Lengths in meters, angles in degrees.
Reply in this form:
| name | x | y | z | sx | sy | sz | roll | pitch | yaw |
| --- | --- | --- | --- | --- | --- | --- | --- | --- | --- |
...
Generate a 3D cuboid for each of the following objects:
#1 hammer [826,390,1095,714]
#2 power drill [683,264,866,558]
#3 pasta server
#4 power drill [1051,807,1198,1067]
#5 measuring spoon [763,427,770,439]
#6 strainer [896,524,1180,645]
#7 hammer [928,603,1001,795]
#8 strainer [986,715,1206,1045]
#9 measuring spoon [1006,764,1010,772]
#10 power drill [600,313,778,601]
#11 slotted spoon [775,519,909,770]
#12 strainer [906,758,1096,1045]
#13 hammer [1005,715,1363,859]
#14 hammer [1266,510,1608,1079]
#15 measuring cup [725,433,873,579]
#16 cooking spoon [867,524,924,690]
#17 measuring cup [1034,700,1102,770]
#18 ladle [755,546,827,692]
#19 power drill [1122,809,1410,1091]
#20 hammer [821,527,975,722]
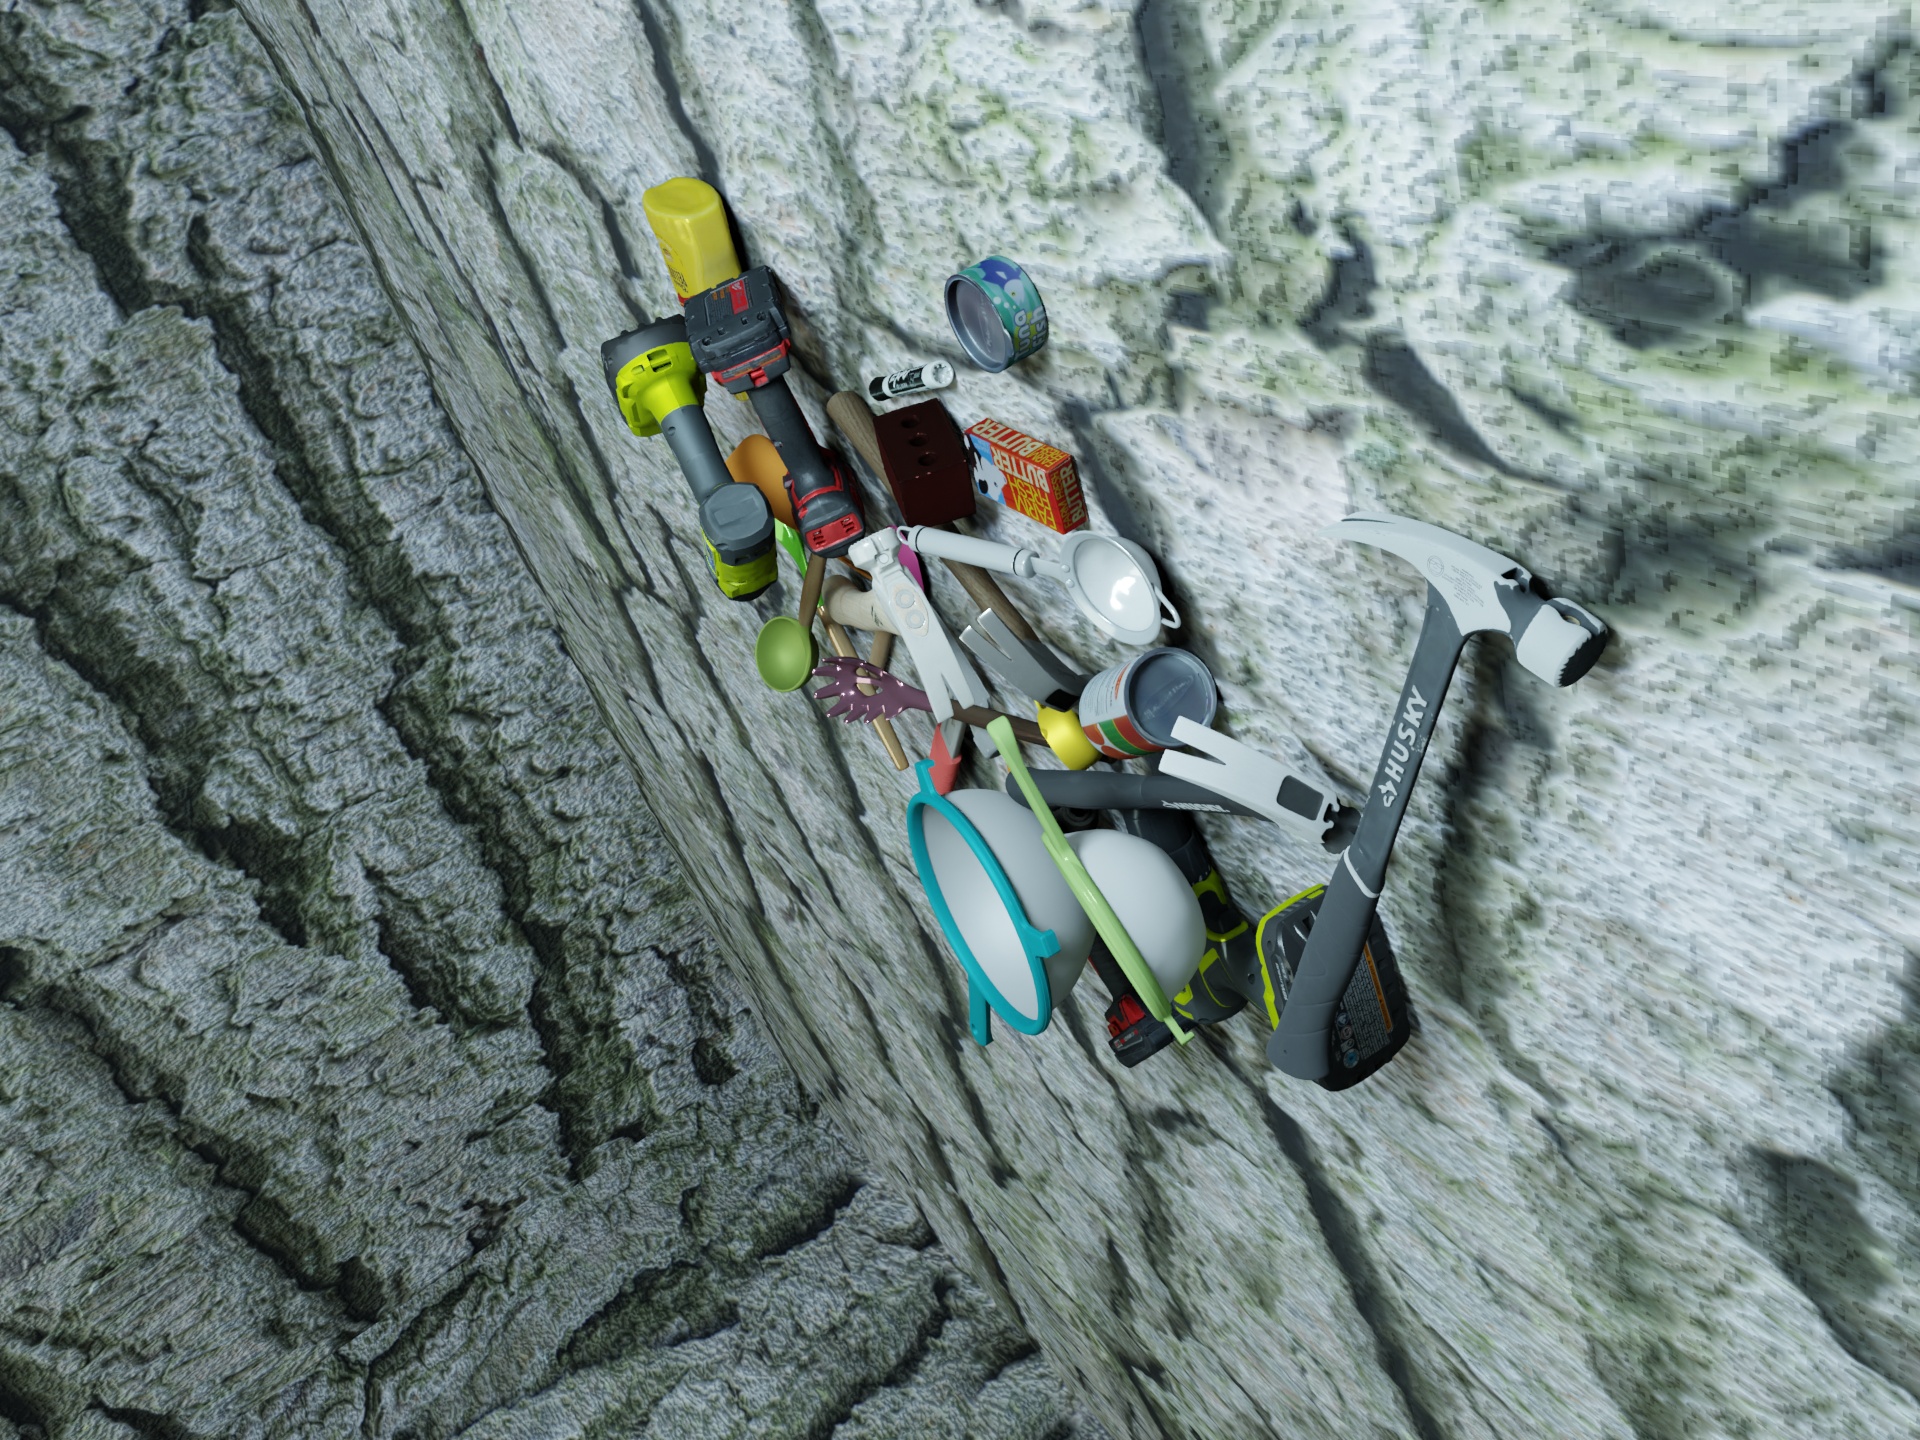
| name | x | y | z | sx | sy | sz | roll | pitch | yaw |
| --- | --- | --- | --- | --- | --- | --- | --- | --- | --- |
| hammer | -0.011 | -0.135 | 1.200 | 0.130 | 0.031 | 0.332 | 16 | -146 | -57 |
| power drill | -0.145 | -0.252 | 1.316 | 0.143 | 0.078 | 0.219 | -108 | -6 | -55 |
| pasta server | -0.002 | -0.004 | 1.321 | 0.316 | 0.040 | 0.060 | 16 | 118 | 40 |
| power drill | 0.124 | 0.168 | 1.343 | 0.227 | 0.080 | 0.187 | 56 | 161 | 13 |
| measuring spoon | -0.171 | -0.271 | 1.477 | 0.034 | 0.018 | 0.124 | 54 | 167 | 8 |
| strainer | 0.052 | -0.106 | 1.065 | 0.259 | 0.050 | 0.086 | 18 | 139 | 38 |
| hammer | -0.019 | 0.027 | 1.516 | 0.149 | 0.036 | 0.358 | 57 | 163 | 16 |
| strainer | 0.098 | 0.084 | 1.053 | 0.256 | 0.069 | 0.152 | 60 | 178 | -30 |
| measuring spoon | 0.022 | 0.001 | 1.423 | 0.117 | 0.011 | 0.021 | 58 | 161 | 0 |
| power drill | -0.221 | -0.212 | 1.348 | 0.223 | 0.080 | 0.171 | 63 | 168 | 12 |
| slotted spoon | -0.126 | -0.091 | 1.582 | 0.314 | 0.031 | 0.070 | 63 | 162 | -4 |
| strainer | 0.047 | 0.173 | 1.313 | 0.211 | 0.095 | 0.340 | 54 | 161 | 31 |
| hammer | 0.120 | 0.046 | 1.073 | 0.146 | 0.035 | 0.335 | 28 | 167 | -23 |
| hammer | 0.222 | 0.067 | 0.876 | 0.149 | 0.036 | 0.408 | 44 | 145 | 34 |
| measuring cup | -0.137 | -0.197 | 1.458 | 0.173 | 0.052 | 0.095 | 35 | -173 | -14 |
| cooking spoon | -0.069 | -0.092 | 1.488 | 0.069 | 0.017 | 0.318 | 57 | 162 | 14 |
| measuring cup | 0.068 | -0.030 | 1.228 | 0.062 | 0.029 | 0.157 | 30 | -148 | -57 |
| ladle | -0.156 | -0.101 | 1.503 | 0.320 | 0.062 | 0.078 | 121 | 131 | -72 |
| power drill | 0.200 | 0.149 | 1.123 | 0.229 | 0.080 | 0.190 | 22 | 135 | 63 |
| hammer | -0.070 | -0.085 | 1.350 | 0.146 | 0.038 | 0.411 | 64 | 172 | -9 |
